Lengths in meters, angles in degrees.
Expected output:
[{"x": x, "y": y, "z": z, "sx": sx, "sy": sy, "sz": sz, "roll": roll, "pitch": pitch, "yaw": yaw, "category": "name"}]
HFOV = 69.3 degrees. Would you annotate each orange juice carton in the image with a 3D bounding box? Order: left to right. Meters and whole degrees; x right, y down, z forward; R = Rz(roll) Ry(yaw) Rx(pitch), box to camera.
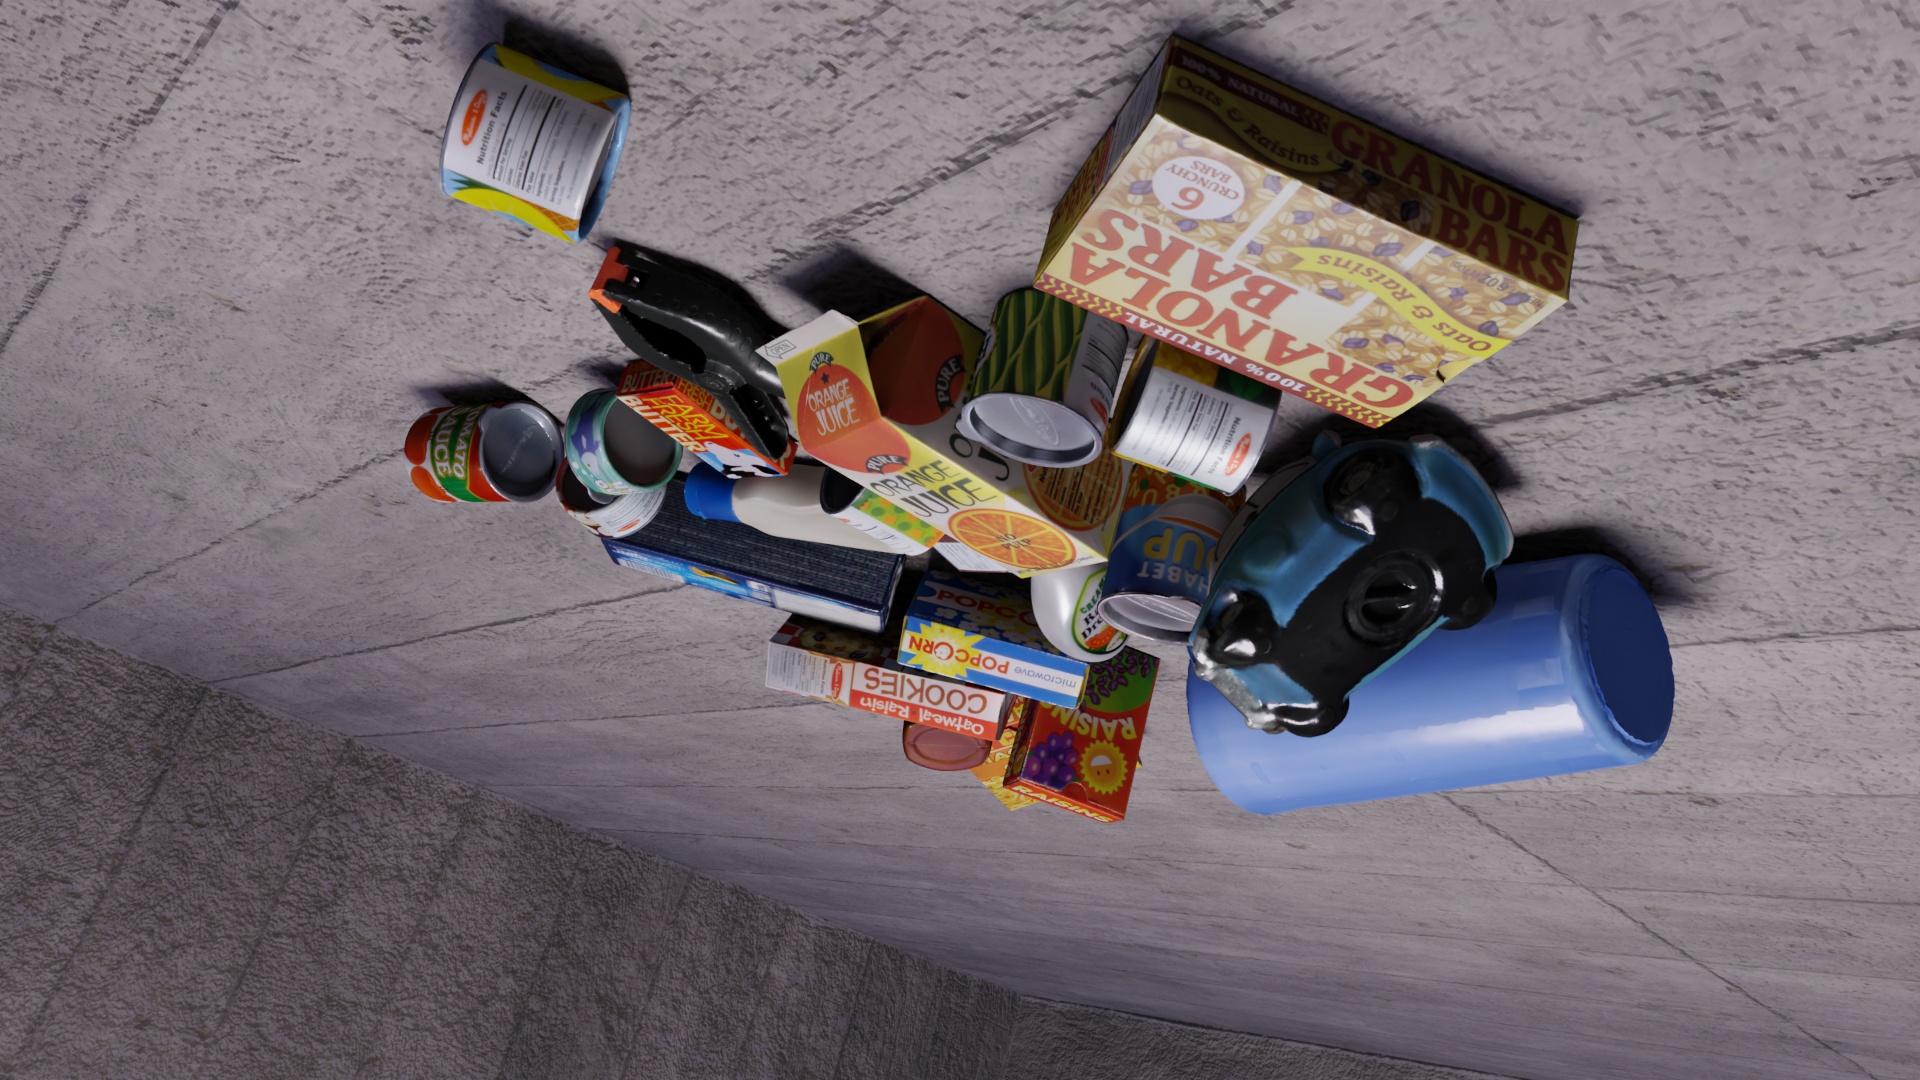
[{"x": -0.007, "y": -0.057, "z": 0.700, "sx": 0.192, "sy": 0.073, "sz": 0.071, "roll": 30, "pitch": 154, "yaw": -30, "category": "orange juice carton"}]

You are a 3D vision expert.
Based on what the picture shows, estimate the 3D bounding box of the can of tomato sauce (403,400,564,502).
[{"x": -0.316, "y": -0.058, "z": 0.916, "sx": 0.083, "sy": 0.071, "sz": 0.071, "roll": 0, "pitch": 152, "yaw": 35, "category": "can of tomato sauce"}]

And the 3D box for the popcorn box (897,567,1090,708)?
[{"x": 0.028, "y": 0.065, "z": 0.946, "sx": 0.127, "sy": 0.085, "sz": 0.038, "roll": 15, "pitch": 114, "yaw": 4, "category": "popcorn box"}]

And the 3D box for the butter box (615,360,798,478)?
[{"x": -0.150, "y": -0.071, "z": 0.827, "sx": 0.053, "sy": 0.024, "sz": 0.103, "roll": -2, "pitch": 152, "yaw": 38, "category": "butter box"}]

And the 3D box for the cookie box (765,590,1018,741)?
[{"x": -0.038, "y": 0.081, "z": 0.990, "sx": 0.167, "sy": 0.123, "sz": 0.040, "roll": 12, "pitch": 113, "yaw": 9, "category": "cookie box"}]

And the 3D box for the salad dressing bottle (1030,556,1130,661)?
[{"x": 0.065, "y": 0.019, "z": 0.850, "sx": 0.044, "sy": 0.064, "sz": 0.147, "roll": 27, "pitch": 160, "yaw": 38, "category": "salad dressing bottle"}]

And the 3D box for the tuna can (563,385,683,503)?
[{"x": -0.201, "y": -0.058, "z": 0.833, "sx": 0.033, "sy": 0.071, "sz": 0.071, "roll": -4, "pitch": 150, "yaw": 37, "category": "tuna can"}]

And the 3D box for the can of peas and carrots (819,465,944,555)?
[{"x": -0.036, "y": -0.035, "z": 0.786, "sx": 0.058, "sy": 0.071, "sz": 0.071, "roll": 29, "pitch": 154, "yaw": -28, "category": "can of peas and carrots"}]

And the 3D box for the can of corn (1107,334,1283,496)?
[{"x": 0.105, "y": -0.062, "z": 0.627, "sx": 0.058, "sy": 0.071, "sz": 0.071, "roll": 19, "pitch": 157, "yaw": -5, "category": "can of corn"}]

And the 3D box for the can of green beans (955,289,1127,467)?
[{"x": 0.040, "y": -0.075, "z": 0.646, "sx": 0.071, "sy": 0.058, "sz": 0.071, "roll": 14, "pitch": 157, "yaw": 6, "category": "can of green beans"}]

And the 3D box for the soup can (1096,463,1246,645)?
[{"x": 0.116, "y": 0.005, "z": 0.746, "sx": 0.071, "sy": 0.084, "sz": 0.071, "roll": 14, "pitch": 157, "yaw": 6, "category": "soup can"}]

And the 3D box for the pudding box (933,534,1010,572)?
[{"x": 0.003, "y": -0.011, "z": 0.857, "sx": 0.049, "sy": 0.030, "sz": 0.083, "roll": 1, "pitch": 153, "yaw": 35, "category": "pudding box"}]

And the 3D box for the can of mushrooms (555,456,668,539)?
[{"x": -0.229, "y": -0.039, "z": 0.906, "sx": 0.071, "sy": 0.071, "sz": 0.033, "roll": 6, "pitch": 155, "yaw": 24, "category": "can of mushrooms"}]

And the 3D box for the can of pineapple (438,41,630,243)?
[{"x": -0.175, "y": -0.164, "z": 0.577, "sx": 0.058, "sy": 0.071, "sz": 0.070, "roll": 20, "pitch": 157, "yaw": -10, "category": "can of pineapple"}]

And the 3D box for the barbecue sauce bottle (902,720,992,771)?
[{"x": -0.006, "y": 0.117, "z": 1.034, "sx": 0.065, "sy": 0.043, "sz": 0.149, "roll": 2, "pitch": -159, "yaw": 2, "category": "barbecue sauce bottle"}]

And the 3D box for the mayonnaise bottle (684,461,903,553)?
[{"x": -0.104, "y": -0.025, "z": 0.884, "sx": 0.148, "sy": 0.041, "sz": 0.064, "roll": 8, "pitch": 155, "yaw": 22, "category": "mayonnaise bottle"}]

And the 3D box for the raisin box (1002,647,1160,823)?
[{"x": 0.089, "y": 0.133, "z": 1.010, "sx": 0.086, "sy": 0.124, "sz": 0.040, "roll": 22, "pitch": 157, "yaw": -12, "category": "raisin box"}]

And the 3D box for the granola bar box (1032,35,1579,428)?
[{"x": 0.126, "y": -0.109, "z": 0.533, "sx": 0.165, "sy": 0.039, "sz": 0.123, "roll": 21, "pitch": 157, "yaw": -10, "category": "granola bar box"}]

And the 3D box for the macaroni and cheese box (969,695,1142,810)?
[{"x": 0.069, "y": 0.162, "z": 1.134, "sx": 0.123, "sy": 0.040, "sz": 0.166, "roll": -21, "pitch": 147, "yaw": 10, "category": "macaroni and cheese box"}]
